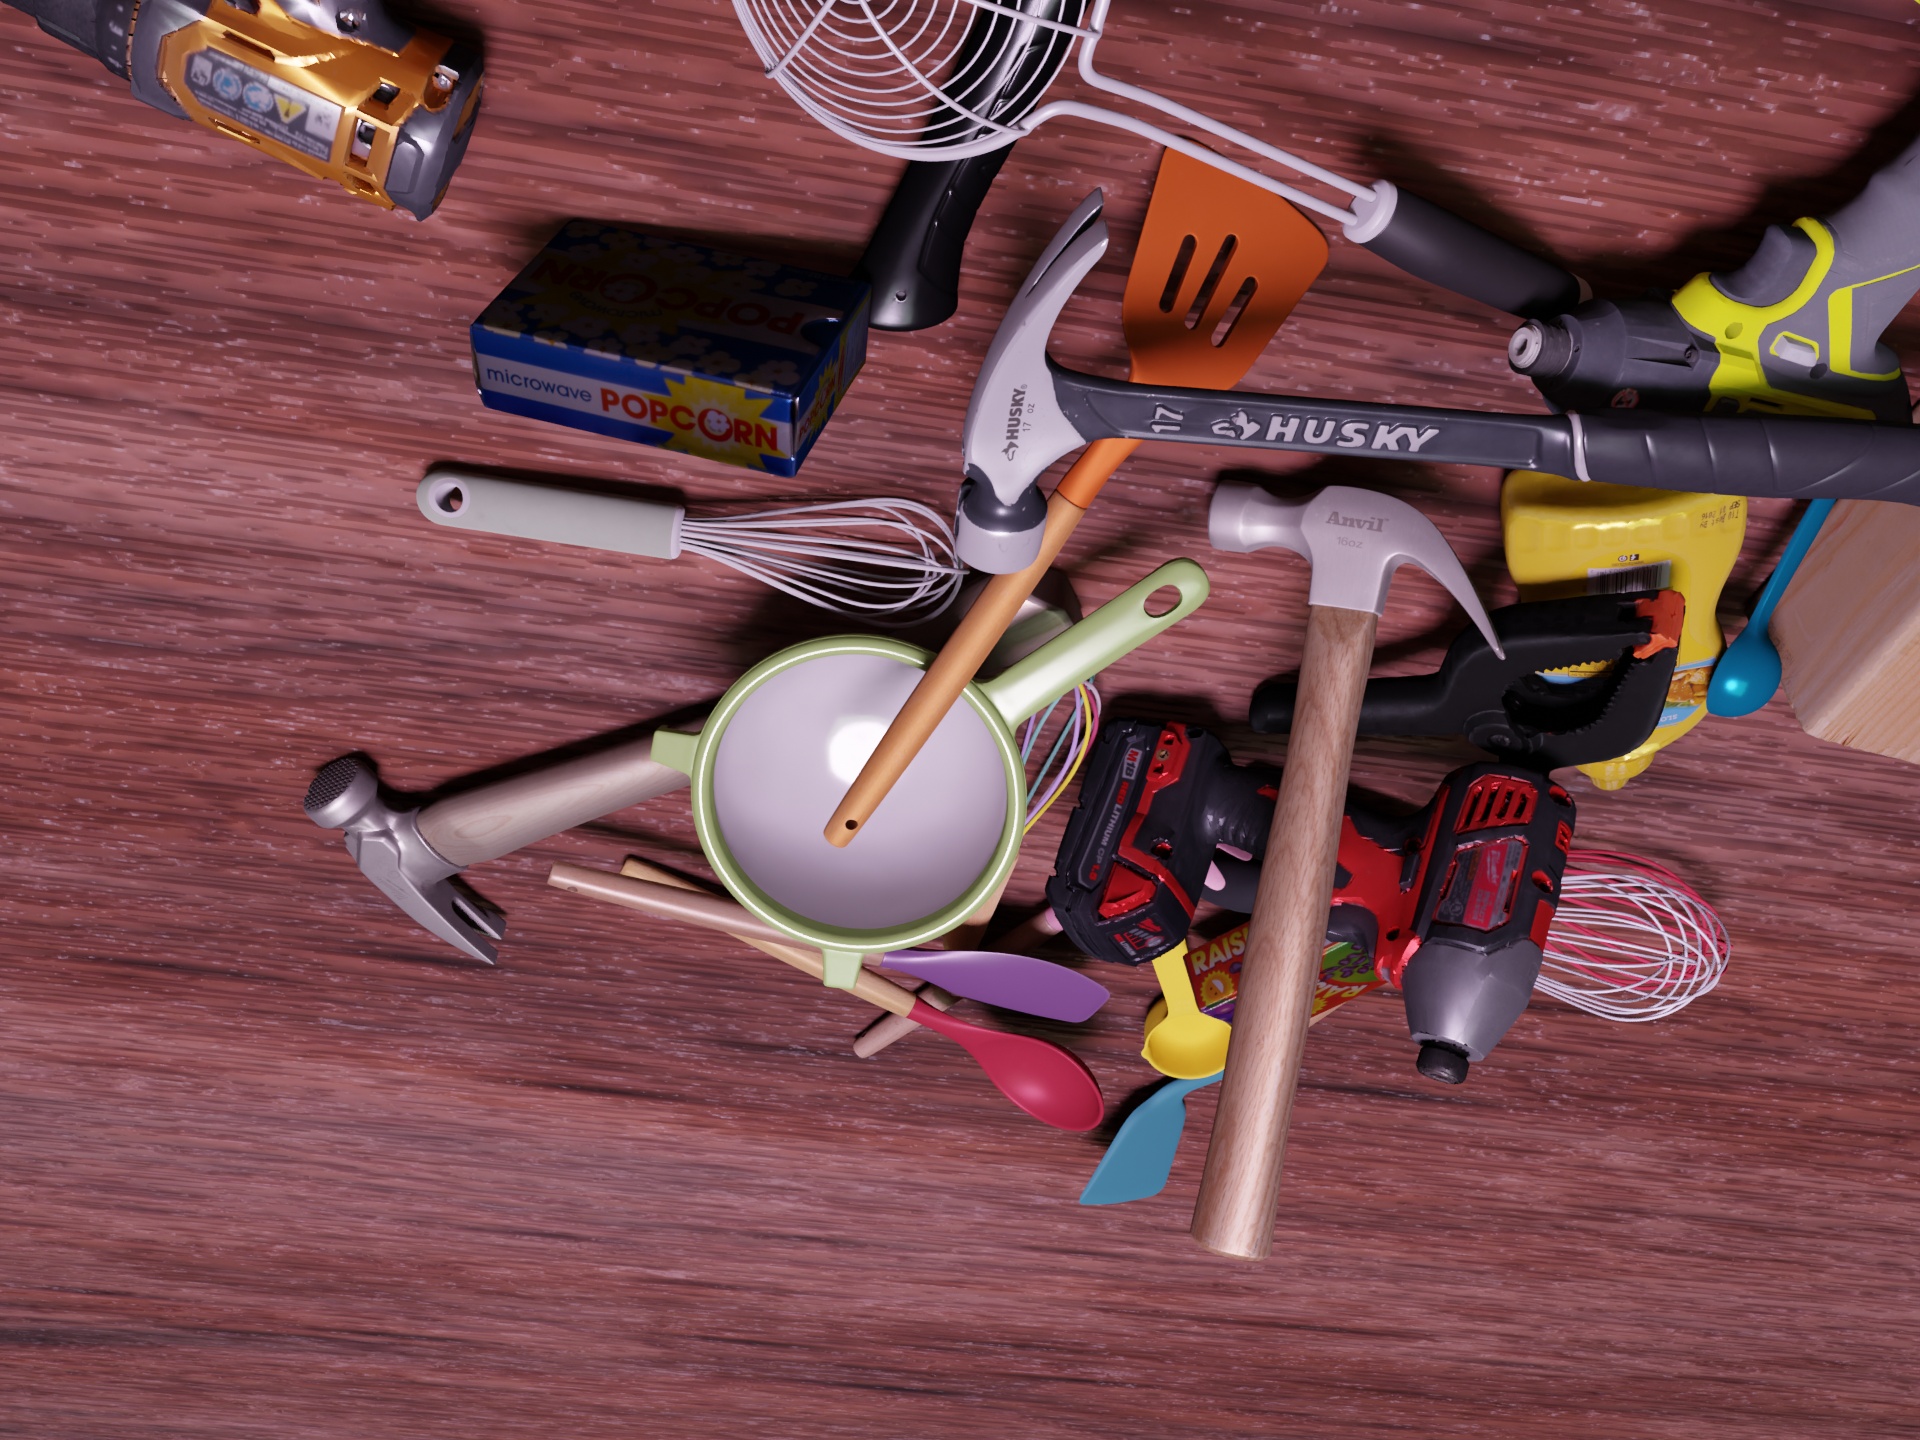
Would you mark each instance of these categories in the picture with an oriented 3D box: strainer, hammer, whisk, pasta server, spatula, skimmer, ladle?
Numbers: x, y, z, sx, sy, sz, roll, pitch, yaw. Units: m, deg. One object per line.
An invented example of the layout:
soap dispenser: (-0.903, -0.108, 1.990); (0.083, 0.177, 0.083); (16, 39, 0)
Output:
strainer: (-0.001, -0.002, 0.725); (0.256, 0.069, 0.151); (-33, 103, 10)
hammer: (-0.127, 0.020, 0.807); (0.410, 0.038, 0.146); (-20, 130, 18)
whisk: (0.232, 0.095, 0.791); (0.285, 0.070, 0.070); (6, 146, 44)
pasta server: (0.041, 0.132, 0.916); (0.040, 0.060, 0.316); (47, 125, -5)
whisk: (0.283, 0.082, 0.851); (0.295, 0.073, 0.073); (19, 132, -10)
spatula: (0.190, 0.210, 0.986); (0.082, 0.044, 0.317); (9, 137, -41)
skimmer: (0.090, -0.213, 0.546); (0.363, 0.090, 0.127); (9, 142, -35)
whisk: (-0.118, -0.083, 0.707); (0.246, 0.059, 0.058); (8, 97, -2)
hammer: (0.206, -0.106, 0.575); (0.409, 0.036, 0.149); (3, 140, -6)
ladle: (-0.052, 0.155, 0.917); (0.315, 0.031, 0.069); (29, 136, -11)
hammer: (0.035, -0.268, 0.528); (0.146, 0.035, 0.334); (19, 132, -18)
whisk: (0.025, 0.052, 0.842); (0.047, 0.051, 0.244); (28, 137, 8)
hammer: (0.147, 0.066, 0.680); (0.130, 0.331, 0.031); (10, -178, 25)
spatula: (-0.066, 0.120, 0.865); (0.315, 0.018, 0.059); (16, 141, -14)
spatula: (0.030, -0.074, 0.650); (0.081, 0.041, 0.322); (27, 113, -21)

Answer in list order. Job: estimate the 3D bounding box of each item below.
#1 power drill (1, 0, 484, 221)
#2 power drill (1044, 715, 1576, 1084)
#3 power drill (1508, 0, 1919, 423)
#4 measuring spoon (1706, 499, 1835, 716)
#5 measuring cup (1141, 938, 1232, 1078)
power drill: (-0.223, -0.284, 0.488); (0.185, 0.084, 0.226); (21, 135, -17)
power drill: (0.160, 0.079, 0.741); (0.220, 0.143, 0.078); (10, 157, 29)
power drill: (0.316, -0.184, 0.566); (0.171, 0.080, 0.223); (7, 137, -20)
measuring spoon: (0.369, -0.057, 0.700); (0.042, 0.021, 0.128); (6, 111, -48)
measuring cup: (0.128, 0.150, 0.948); (0.062, 0.029, 0.156); (-11, 121, 10)
